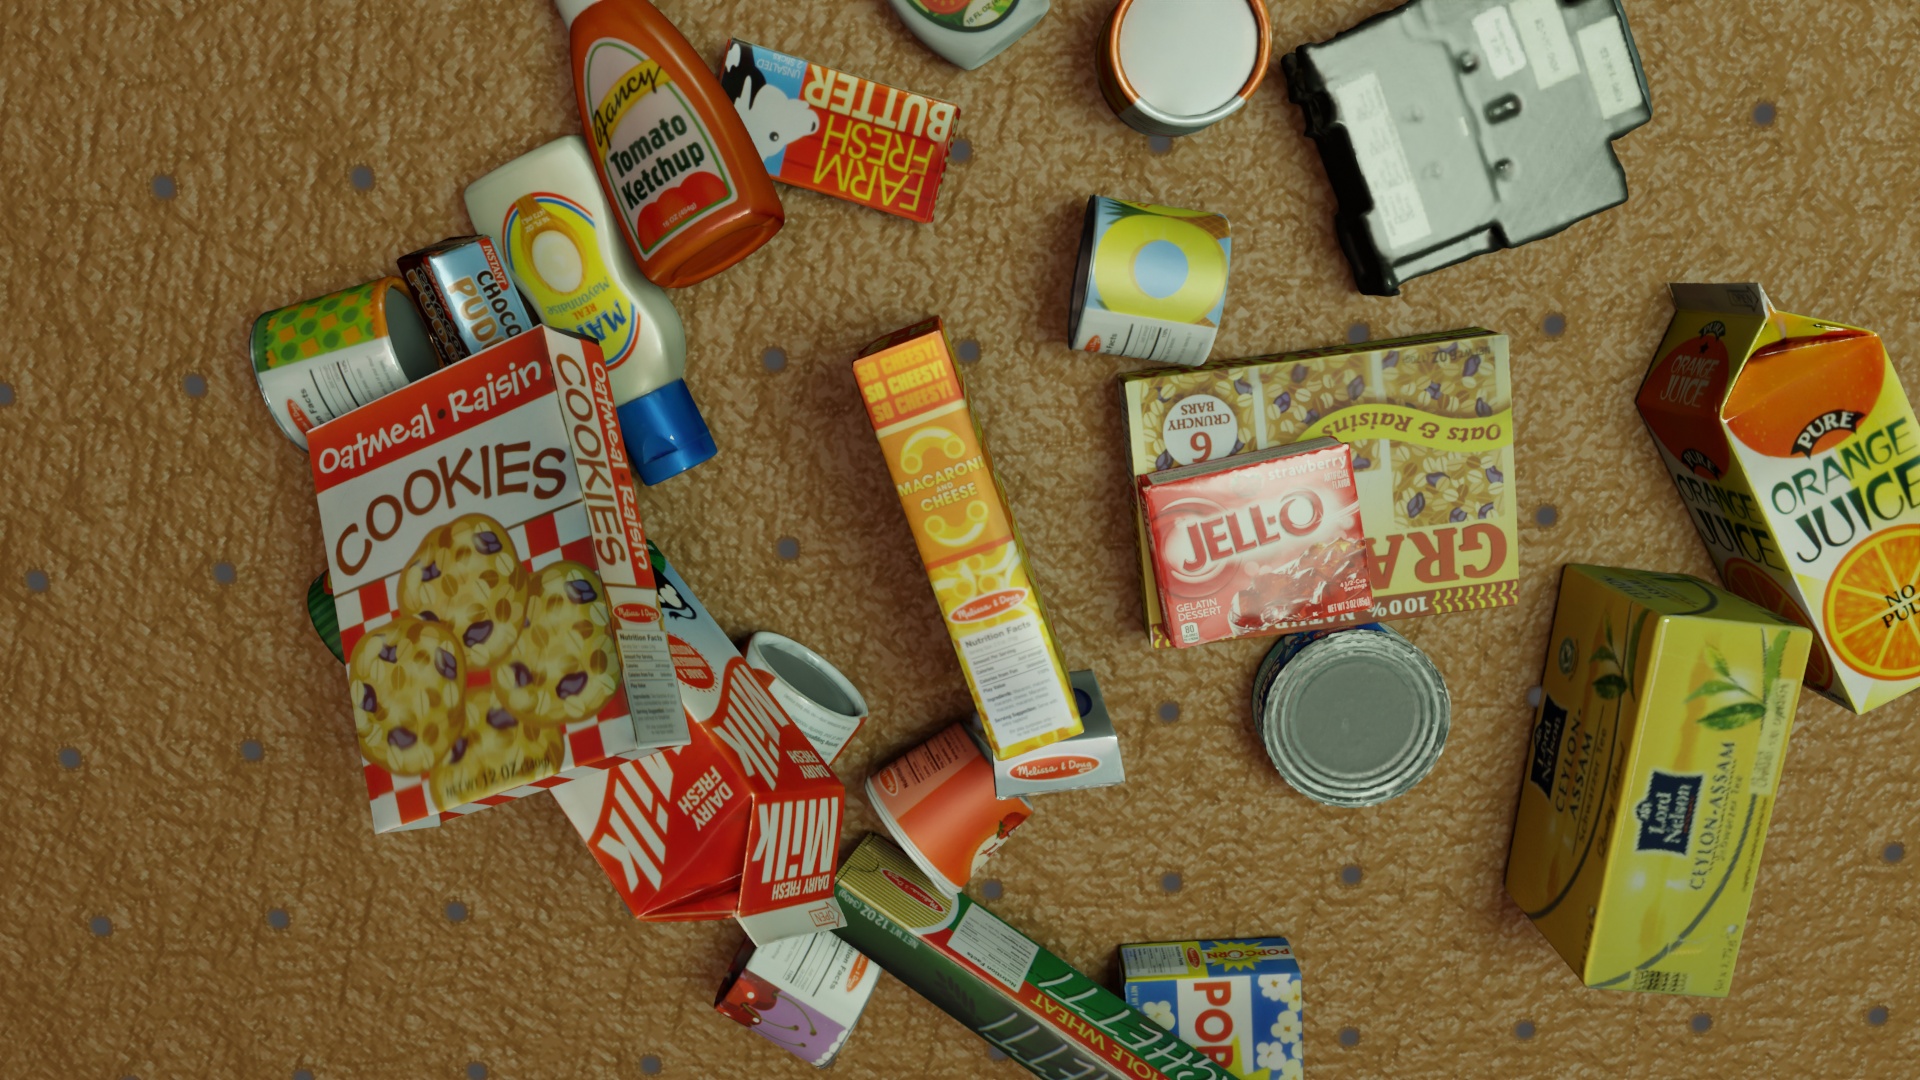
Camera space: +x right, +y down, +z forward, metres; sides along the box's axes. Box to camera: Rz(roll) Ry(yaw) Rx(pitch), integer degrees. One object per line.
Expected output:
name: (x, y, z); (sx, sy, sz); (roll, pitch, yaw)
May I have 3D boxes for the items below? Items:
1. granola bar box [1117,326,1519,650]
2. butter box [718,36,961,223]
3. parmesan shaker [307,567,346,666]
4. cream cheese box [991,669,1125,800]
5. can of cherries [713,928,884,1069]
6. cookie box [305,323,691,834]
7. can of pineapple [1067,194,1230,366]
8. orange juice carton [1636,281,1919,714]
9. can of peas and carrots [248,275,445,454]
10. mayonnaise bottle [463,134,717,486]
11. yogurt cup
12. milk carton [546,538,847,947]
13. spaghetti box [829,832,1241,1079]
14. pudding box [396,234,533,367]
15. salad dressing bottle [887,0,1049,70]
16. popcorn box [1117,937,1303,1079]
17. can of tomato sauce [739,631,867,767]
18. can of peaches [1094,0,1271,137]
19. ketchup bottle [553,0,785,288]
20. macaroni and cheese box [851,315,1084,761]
granola bar box: (0.159, -0.023, 0.624); (0.166, 0.039, 0.124); (-7, 102, 1)
butter box: (-0.055, -0.176, 0.600); (0.103, 0.024, 0.053); (16, 102, -3)
parmesan shaker: (-0.228, 0.012, 0.615); (0.103, 0.071, 0.071); (-37, 100, 7)
cream cheese box: (0.039, 0.084, 0.613); (0.053, 0.104, 0.024); (-6, 100, 1)
can of cherries: (-0.077, 0.207, 0.659); (0.058, 0.071, 0.071); (31, 100, -6)
cookie box: (-0.183, 0.016, 0.542); (0.123, 0.040, 0.167); (-20, 77, 18)
can of pineapple: (0.080, -0.112, 0.593); (0.058, 0.071, 0.071); (8, 102, -2)
orange juice carton: (0.366, -0.029, 0.606); (0.073, 0.072, 0.192); (-30, 100, 5)
can of peas and carrots: (-0.260, -0.077, 0.601); (0.059, 0.071, 0.070); (-16, 101, 3)
mayonnaise bottle: (-0.155, -0.097, 0.607); (0.064, 0.041, 0.148); (-23, 100, 11)
yogurt cup: (-0.003, 0.120, 0.642); (0.054, 0.072, 0.072); (-40, 99, 0)
milk carton: (-0.118, 0.086, 0.570); (0.073, 0.072, 0.191); (-47, 67, 12)
spaghetti box: (0.048, 0.223, 0.639); (0.250, 0.050, 0.028); (33, 112, 8)
pudding box: (-0.204, -0.087, 0.596); (0.030, 0.049, 0.083); (-32, 116, -30)
salad dressing bottle: (-0.023, -0.268, 0.571); (0.064, 0.044, 0.147); (-36, 99, 8)
popcorn box: (0.124, 0.261, 0.683); (0.085, 0.038, 0.126); (-4, 102, 1)
can of tomato sauce: (-0.093, 0.092, 0.636); (0.071, 0.071, 0.083); (35, 99, -7)
can of peaches: (0.091, -0.206, 0.577); (0.071, 0.058, 0.071); (0, 102, 0)
ketchup bottle: (-0.129, -0.182, 0.573); (0.064, 0.043, 0.149); (-27, 83, 19)
macaroni and cheese box: (0.002, -0.007, 0.584); (0.040, 0.124, 0.166); (-20, 101, 3)
